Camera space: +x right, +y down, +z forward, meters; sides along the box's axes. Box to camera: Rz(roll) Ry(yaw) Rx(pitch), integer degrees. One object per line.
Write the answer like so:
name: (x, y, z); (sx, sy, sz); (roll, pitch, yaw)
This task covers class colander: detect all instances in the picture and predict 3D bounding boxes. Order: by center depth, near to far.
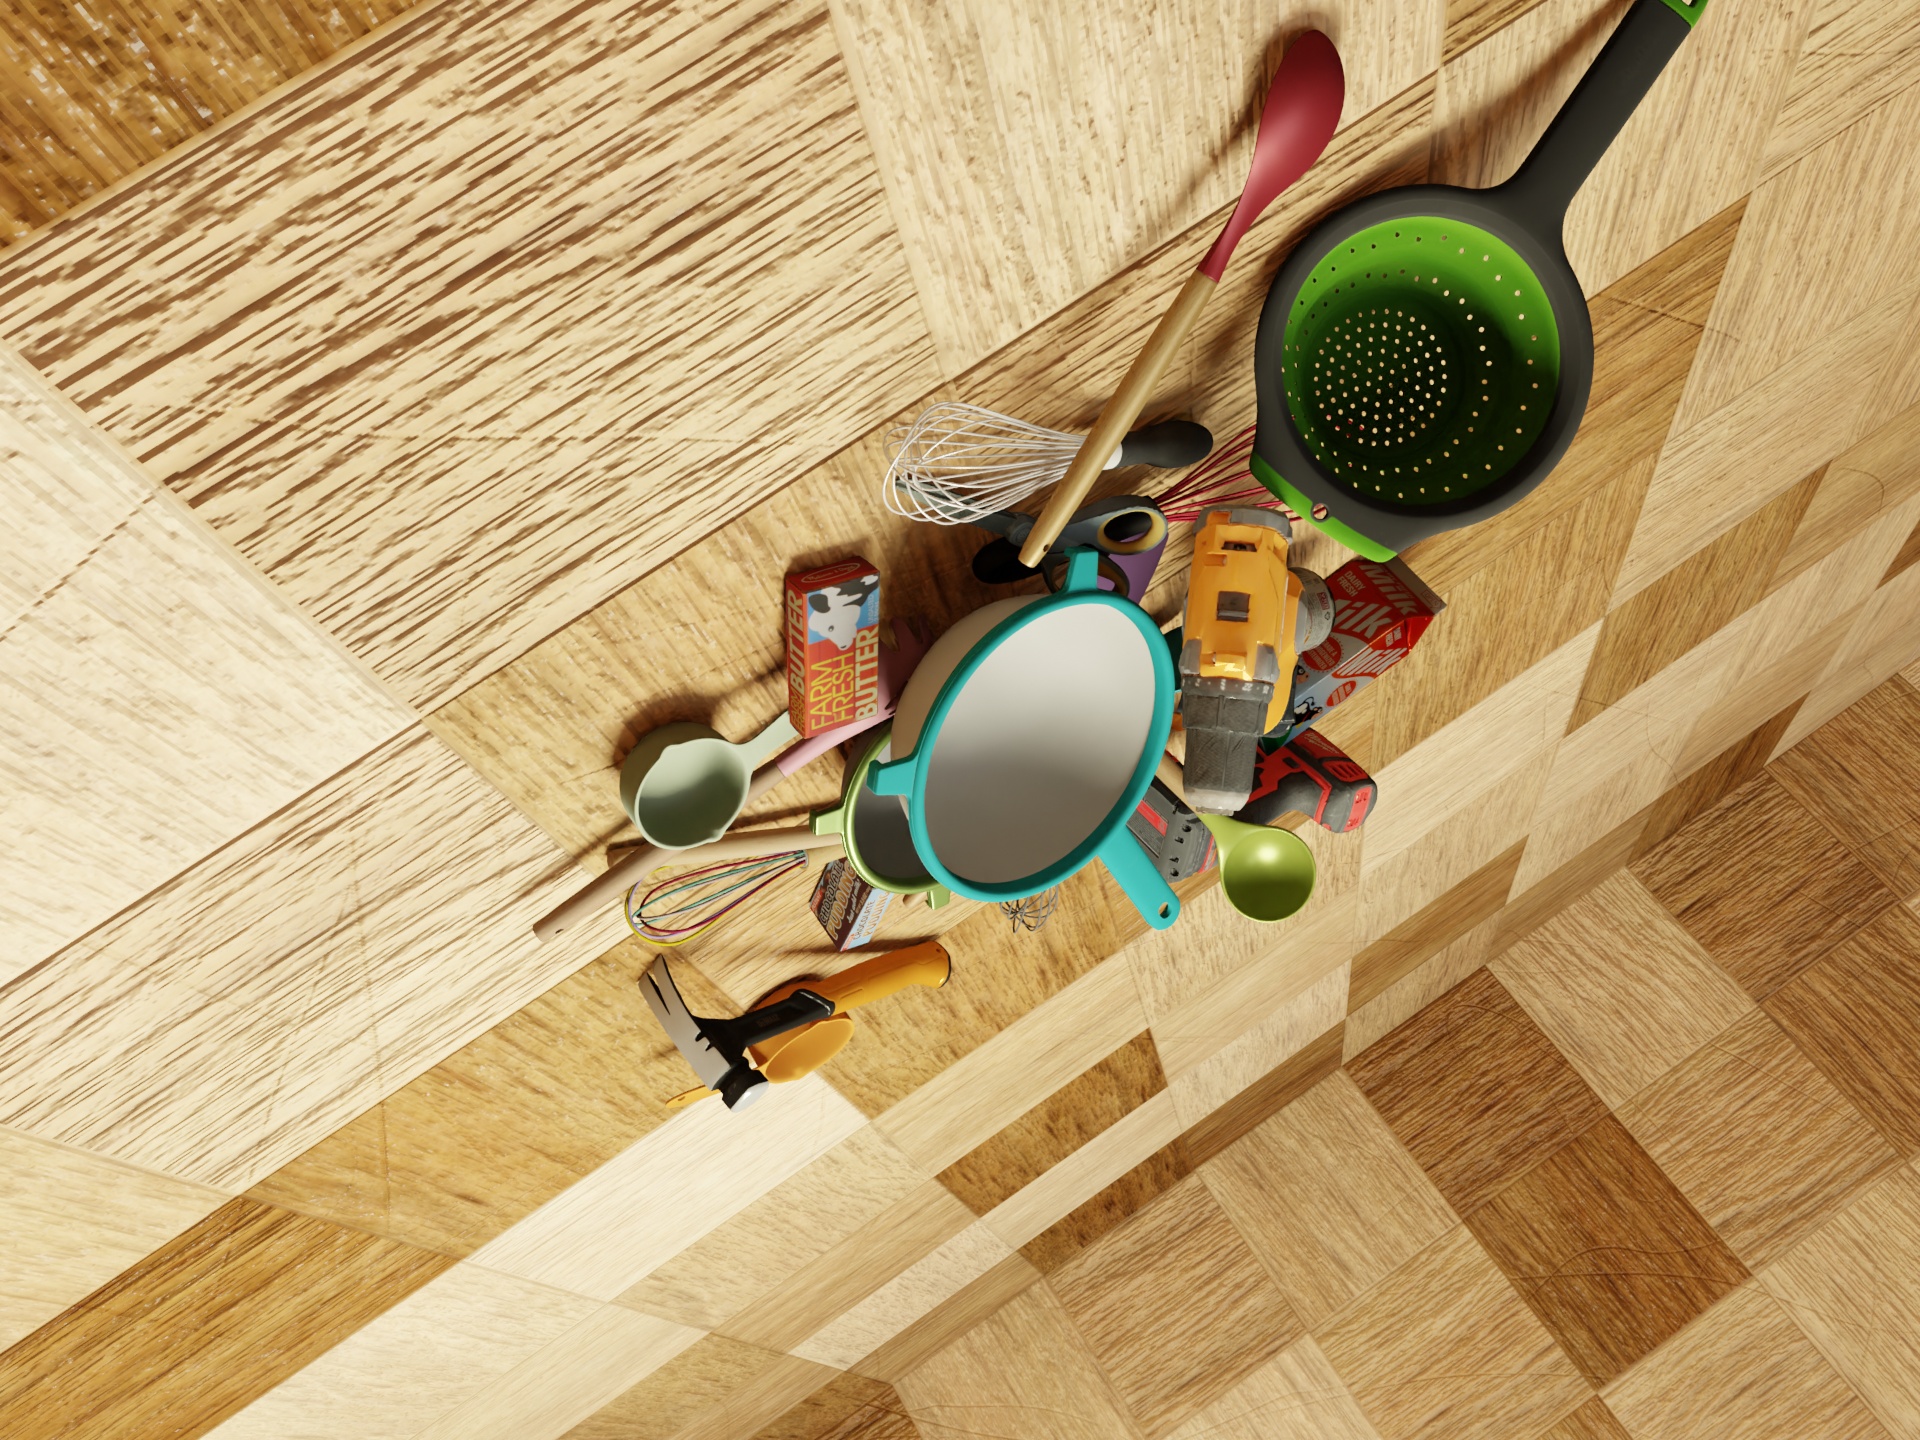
colander: (0.320, -0.285, 0.980); (0.397, 0.204, 0.094); (-55, -175, 3)

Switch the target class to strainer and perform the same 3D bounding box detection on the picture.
strainer: (0.057, 0.037, 1.055); (0.211, 0.095, 0.340); (-48, 137, -9)
strainer: (-0.002, -0.004, 1.098); (0.256, 0.069, 0.151); (-54, 134, -3)

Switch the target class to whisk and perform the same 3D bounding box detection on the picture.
whisk: (0.061, -0.155, 0.933); (0.284, 0.070, 0.070); (-14, 145, -45)
whisk: (0.142, -0.143, 1.043); (0.296, 0.073, 0.073); (-20, 149, -16)
whisk: (-0.130, 0.106, 1.129); (0.245, 0.047, 0.051); (-17, 146, -39)
whisk: (0.069, 0.102, 1.346); (0.055, 0.055, 0.238); (-21, 144, -27)

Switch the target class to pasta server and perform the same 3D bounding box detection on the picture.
pasta server: (-0.141, 0.040, 1.014); (0.316, 0.040, 0.060); (-35, 152, -2)

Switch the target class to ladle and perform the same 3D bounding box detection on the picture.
ladle: (0.117, -0.217, 0.857); (0.069, 0.031, 0.315); (7, 120, -56)
ladle: (0.178, 0.060, 1.204); (0.078, 0.062, 0.319); (-45, 131, 4)

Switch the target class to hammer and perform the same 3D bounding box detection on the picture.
hammer: (-0.111, 0.218, 1.287); (0.034, 0.127, 0.336); (-51, 159, 23)

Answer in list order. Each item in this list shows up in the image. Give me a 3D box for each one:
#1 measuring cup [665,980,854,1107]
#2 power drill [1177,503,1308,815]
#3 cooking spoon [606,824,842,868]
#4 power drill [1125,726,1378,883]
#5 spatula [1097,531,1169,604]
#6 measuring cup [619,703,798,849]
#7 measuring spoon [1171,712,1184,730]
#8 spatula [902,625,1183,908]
measuring cup: (-0.174, 0.270, 1.321); (0.173, 0.052, 0.095); (-16, 146, -30)
power drill: (0.178, -0.031, 1.032); (0.226, 0.084, 0.185); (17, 79, -78)
cooking spoon: (-0.102, 0.081, 1.123); (0.318, 0.069, 0.017); (-4, 167, -39)
power drill: (0.237, 0.055, 1.374); (0.219, 0.143, 0.078); (-12, 129, -29)
spatula: (0.073, -0.003, 1.167); (0.059, 0.018, 0.315); (-4, 127, -41)
measuring cup: (-0.135, 0.010, 0.976); (0.167, 0.038, 0.083); (-37, 134, -18)
measuring spoon: (0.161, -0.001, 1.325); (0.021, 0.011, 0.116); (-49, 150, 22)
spatula: (0.063, 0.045, 1.233); (0.044, 0.082, 0.317); (32, 114, -25)
